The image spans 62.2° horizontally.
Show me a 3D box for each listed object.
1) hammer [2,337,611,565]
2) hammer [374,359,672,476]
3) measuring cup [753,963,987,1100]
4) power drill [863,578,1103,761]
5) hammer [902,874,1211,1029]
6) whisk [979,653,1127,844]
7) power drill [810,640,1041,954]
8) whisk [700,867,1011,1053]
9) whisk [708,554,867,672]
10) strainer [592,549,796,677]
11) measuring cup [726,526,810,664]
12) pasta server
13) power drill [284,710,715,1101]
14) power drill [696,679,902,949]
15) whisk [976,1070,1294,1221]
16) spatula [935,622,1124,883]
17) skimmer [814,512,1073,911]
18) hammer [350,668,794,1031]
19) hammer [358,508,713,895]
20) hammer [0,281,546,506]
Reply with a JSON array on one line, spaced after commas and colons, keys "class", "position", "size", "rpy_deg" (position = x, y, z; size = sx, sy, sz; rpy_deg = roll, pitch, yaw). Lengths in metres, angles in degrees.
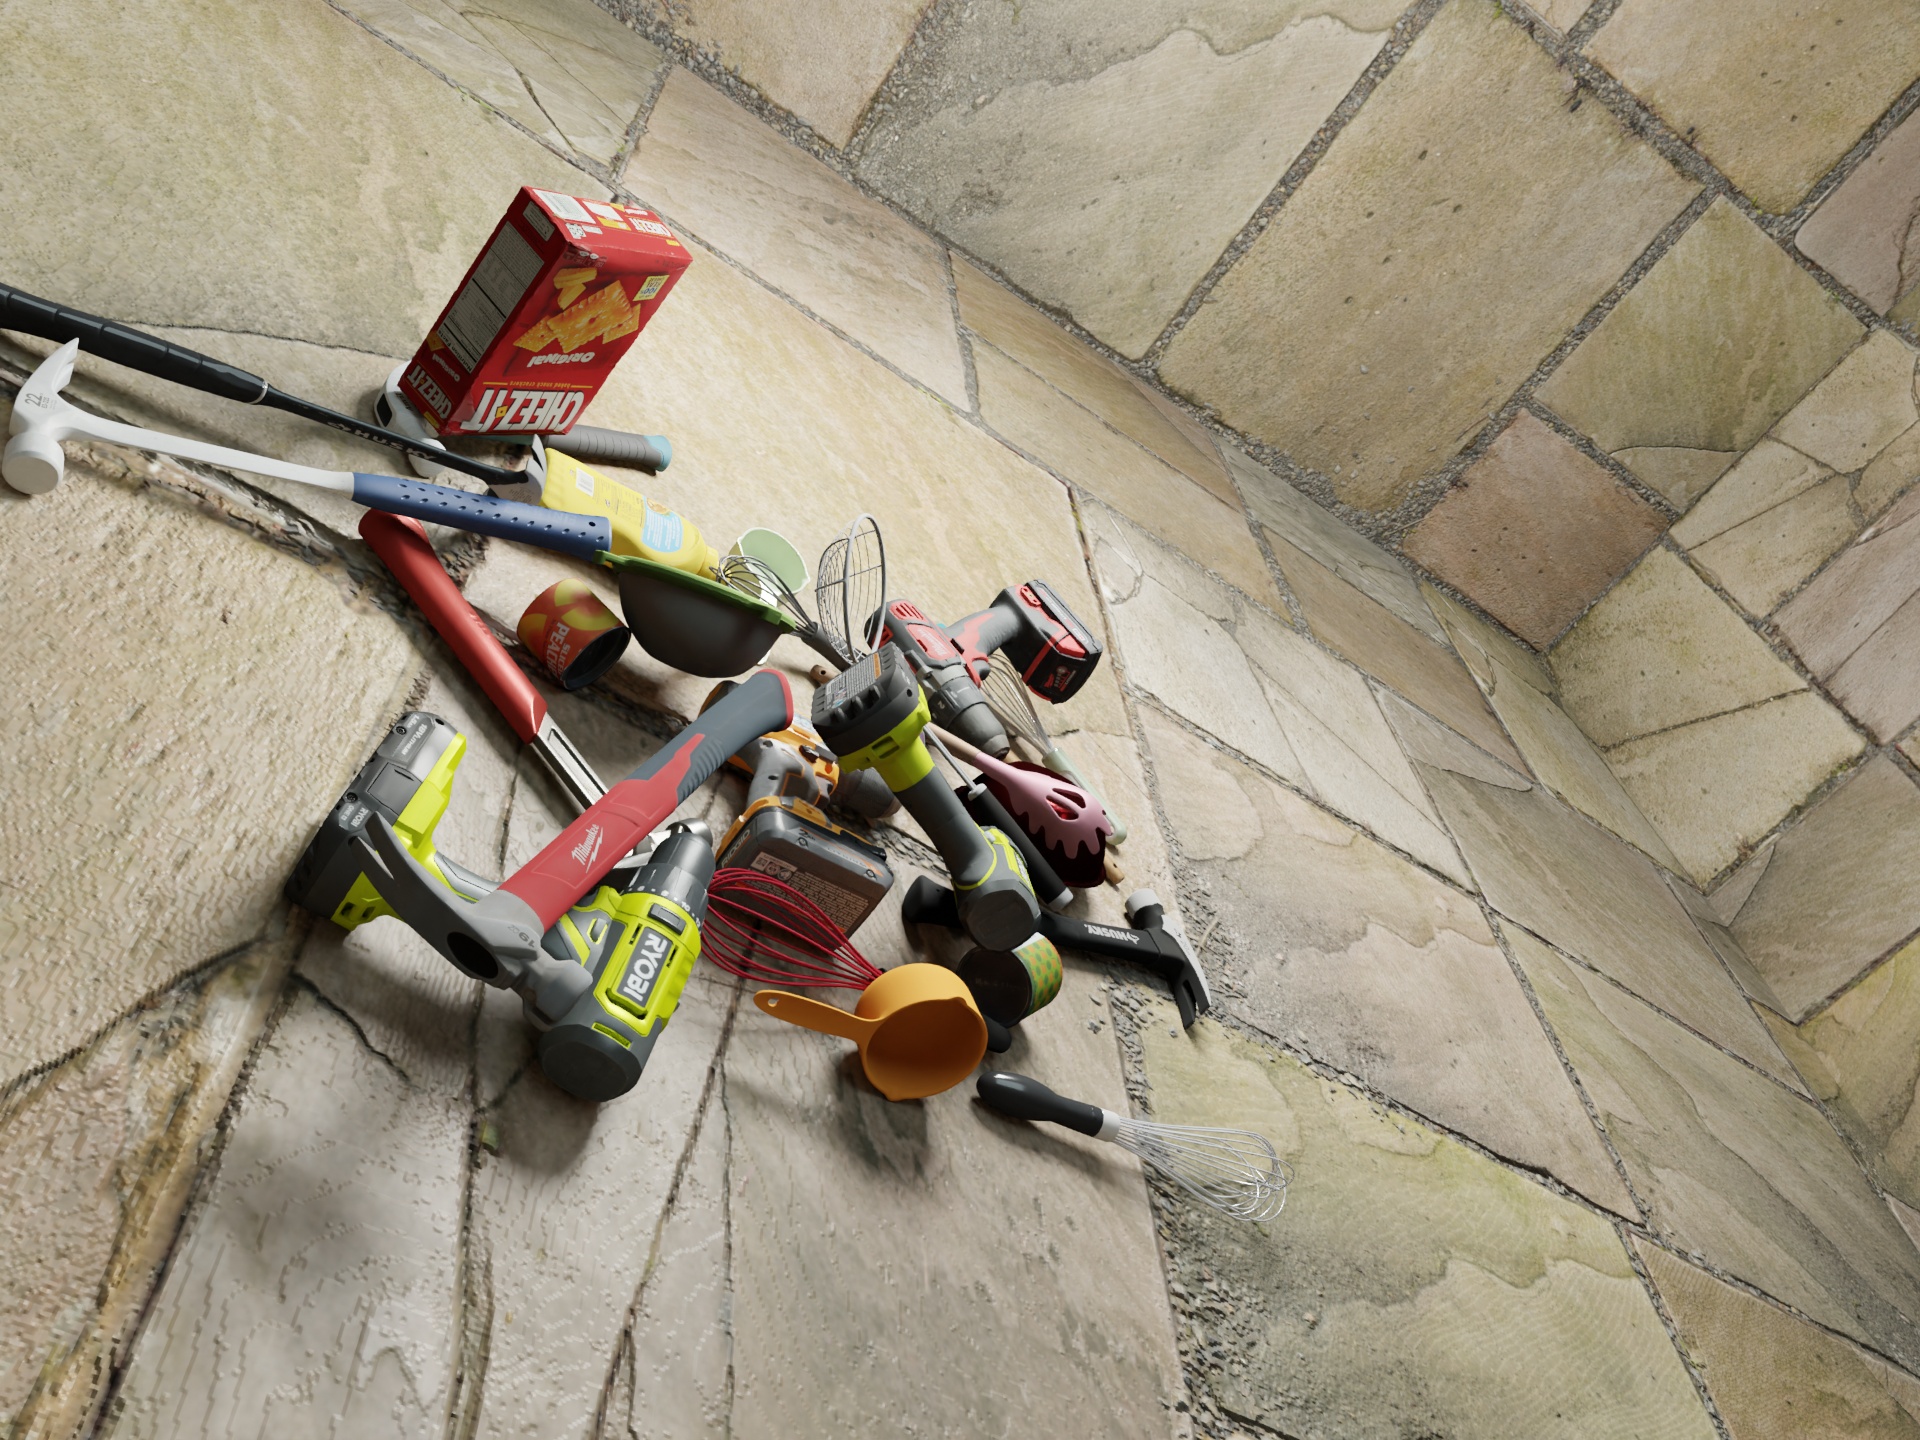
[{"class": "hammer", "position": [-0.450, -0.176, 1.146], "size": [0.405, 0.035, 0.144], "rpy_deg": [10, 39, -32]}, {"class": "hammer", "position": [-0.387, -0.261, 1.456], "size": [0.128, 0.033, 0.331], "rpy_deg": [51, 27, 21]}, {"class": "measuring cup", "position": [-0.065, 0.196, 1.075], "size": [0.173, 0.095, 0.052], "rpy_deg": [22, 21, -26]}, {"class": "power drill", "position": [0.035, -0.047, 1.529], "size": [0.226, 0.080, 0.188], "rpy_deg": [-15, 58, -45]}, {"class": "hammer", "position": [0.084, 0.183, 1.361], "size": [0.334, 0.035, 0.146], "rpy_deg": [17, 32, -40]}, {"class": "whisk", "position": [0.086, 0.028, 1.611], "size": [0.246, 0.057, 0.059], "rpy_deg": [51, 28, 13]}, {"class": "power drill", "position": [-0.022, 0.057, 1.224], "size": [0.223, 0.080, 0.171], "rpy_deg": [57, 5, -15]}, {"class": "whisk", "position": [-0.074, 0.179, 1.124], "size": [0.295, 0.073, 0.073], "rpy_deg": [31, 25, -30]}, {"class": "whisk", "position": [-0.139, -0.081, 1.455], "size": [0.238, 0.055, 0.055], "rpy_deg": [36, 22, -39]}, {"class": "strainer", "position": [-0.208, -0.066, 1.300], "size": [0.151, 0.069, 0.256], "rpy_deg": [19, -6, 4]}, {"class": "measuring cup", "position": [-0.188, -0.108, 1.485], "size": [0.083, 0.038, 0.168], "rpy_deg": [28, 44, -28]}, {"class": "pasta server", "position": [-0.007, 0.027, 1.412], "size": [0.316, 0.040, 0.060], "rpy_deg": [28, 64, 23]}, {"class": "power drill", "position": [-0.259, 0.097, 0.951], "size": [0.228, 0.080, 0.191], "rpy_deg": [34, 38, -14]}, {"class": "power drill", "position": [-0.111, 0.073, 1.228], "size": [0.185, 0.084, 0.226], "rpy_deg": [28, 23, -27]}, {"class": "whisk", "position": [0.134, 0.312, 1.195], "size": [0.284, 0.070, 0.070], "rpy_deg": [24, 29, -21]}, {"class": "spatula", "position": [0.054, 0.035, 1.558], "size": [0.318, 0.044, 0.082], "rpy_deg": [47, 32, 13]}, {"class": "skimmer", "position": [-0.002, -0.004, 1.332], "size": [0.363, 0.090, 0.127], "rpy_deg": [52, 16, -1]}, {"class": "hammer", "position": [-0.206, 0.038, 0.981], "size": [0.143, 0.038, 0.386], "rpy_deg": [42, 28, -2]}, {"class": "hammer", "position": [-0.329, -0.022, 1.132], "size": [0.359, 0.036, 0.149], "rpy_deg": [48, 26, 17]}, {"class": "hammer", "position": [-0.505, -0.238, 1.182], "size": [0.408, 0.149, 0.036], "rpy_deg": [18, 74, -28]}]
